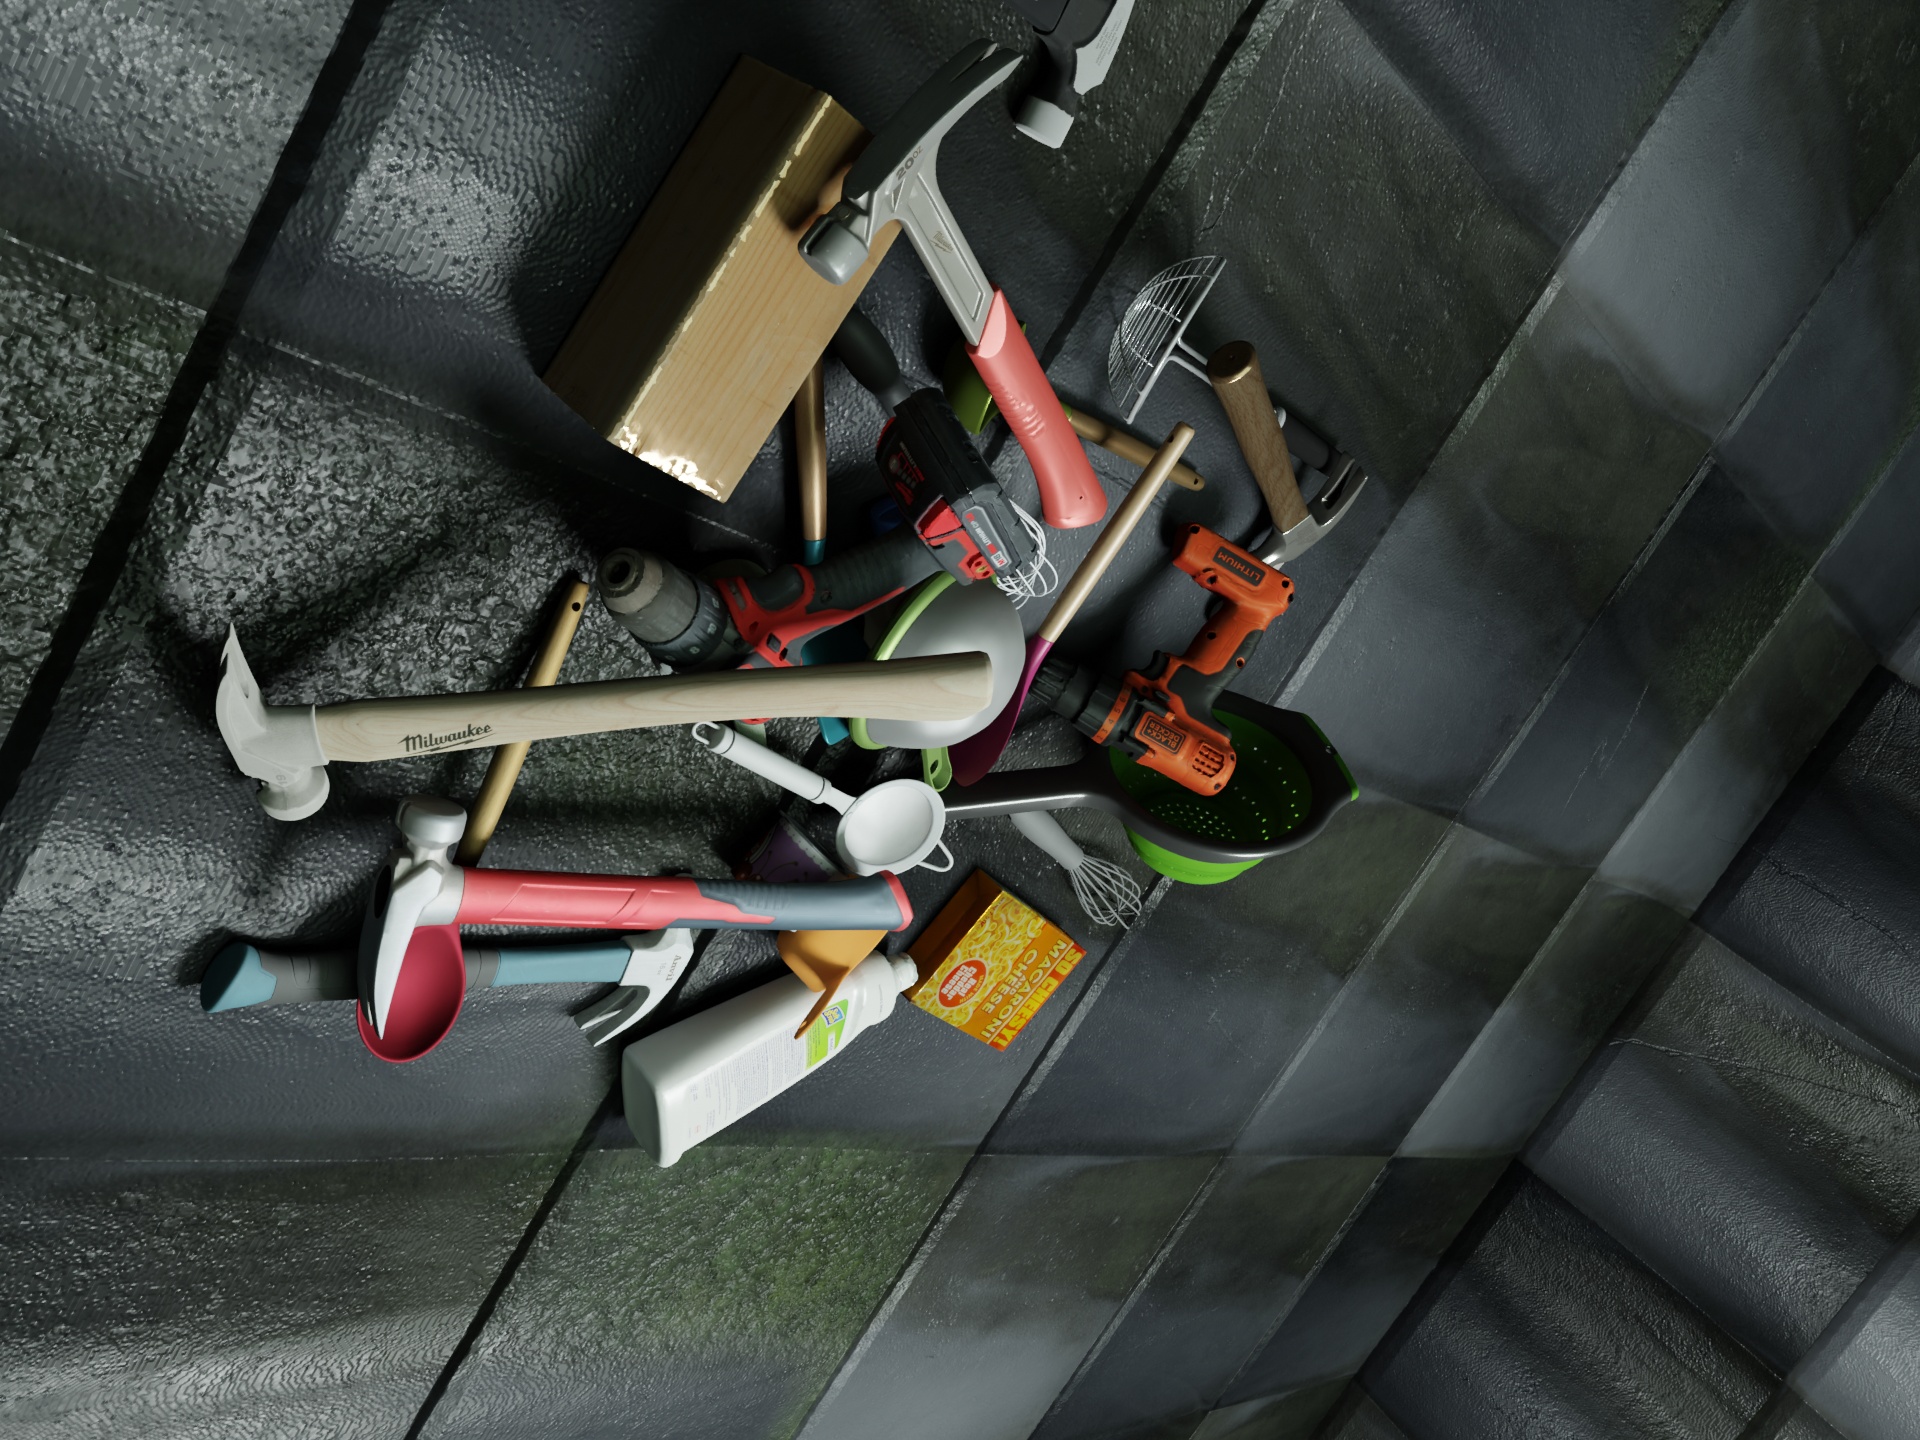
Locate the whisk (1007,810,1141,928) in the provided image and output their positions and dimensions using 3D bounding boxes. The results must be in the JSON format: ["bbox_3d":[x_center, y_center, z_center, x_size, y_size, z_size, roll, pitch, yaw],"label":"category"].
[{"bbox_3d":[0.097,0.122,1.391,0.055,0.055,0.238,-48,136,-2],"label":"whisk"}]

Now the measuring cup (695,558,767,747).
[{"bbox_3d":[-0.141,-0.028,1.052,0.083,0.038,0.167,-28,134,-24],"label":"measuring cup"}]

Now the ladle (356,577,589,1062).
[{"bbox_3d":[-0.290,0.060,0.964,0.069,0.031,0.315,18,98,-46],"label":"ladle"}]

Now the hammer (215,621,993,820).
[{"bbox_3d":[-0.182,-0.014,0.872,0.410,0.038,0.146,-5,149,-12],"label":"hammer"}]

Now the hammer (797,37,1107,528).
[{"bbox_3d":[0.031,-0.224,0.947,0.149,0.037,0.358,-49,149,-4],"label":"hammer"}]

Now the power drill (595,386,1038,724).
[{"bbox_3d":[-0.085,-0.092,0.911,0.226,0.080,0.187,-32,155,6],"label":"power drill"}]

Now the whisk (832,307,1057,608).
[{"bbox_3d":[-0.012,-0.168,1.055,0.070,0.070,0.284,-45,136,-6],"label":"whisk"}]

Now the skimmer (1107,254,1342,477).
[{"bbox_3d":[0.226,-0.235,1.190,0.363,0.090,0.127,18,106,-49],"label":"skimmer"}]

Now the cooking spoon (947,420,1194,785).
[{"bbox_3d":[0.077,-0.081,1.162,0.017,0.069,0.318,15,118,-38],"label":"cooking spoon"}]

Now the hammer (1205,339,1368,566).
[{"bbox_3d":[0.234,-0.196,1.194,0.130,0.031,0.331,-37,156,7],"label":"hammer"}]

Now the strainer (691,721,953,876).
[{"bbox_3d":[-0.096,0.049,1.129,0.087,0.050,0.258,-49,135,9],"label":"strainer"}]

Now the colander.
[{"bbox_3d":[0.123,0.075,1.298,0.397,0.205,0.094,-5,133,-18],"label":"colander"}]

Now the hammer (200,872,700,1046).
[{"bbox_3d":[-0.320,0.161,1.041,0.330,0.033,0.128,5,115,-45],"label":"hammer"}]

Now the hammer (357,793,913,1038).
[{"bbox_3d":[-0.192,0.133,1.035,0.386,0.038,0.143,8,104,-42],"label":"hammer"}]

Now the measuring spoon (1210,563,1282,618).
[{"bbox_3d":[0.254,-0.124,1.370,0.124,0.018,0.034,-47,155,-13],"label":"measuring spoon"}]

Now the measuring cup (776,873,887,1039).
[{"bbox_3d":[-0.107,0.172,1.166,0.095,0.052,0.174,-39,-173,23],"label":"measuring cup"}]

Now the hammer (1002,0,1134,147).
[{"bbox_3d":[-0.022,-0.437,0.842,0.334,0.035,0.146,11,113,-47],"label":"hammer"}]

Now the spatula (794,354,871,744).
[{"bbox_3d":[-0.083,-0.138,1.003,0.082,0.044,0.317,-41,141,-46],"label":"spatula"}]

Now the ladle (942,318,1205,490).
[{"bbox_3d":[0.096,-0.205,1.123,0.320,0.062,0.078,13,104,-50],"label":"ladle"}]

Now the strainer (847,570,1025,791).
[{"bbox_3d":[-0.002,-0.004,1.101,0.151,0.069,0.256,-48,159,-22],"label":"strainer"}]
